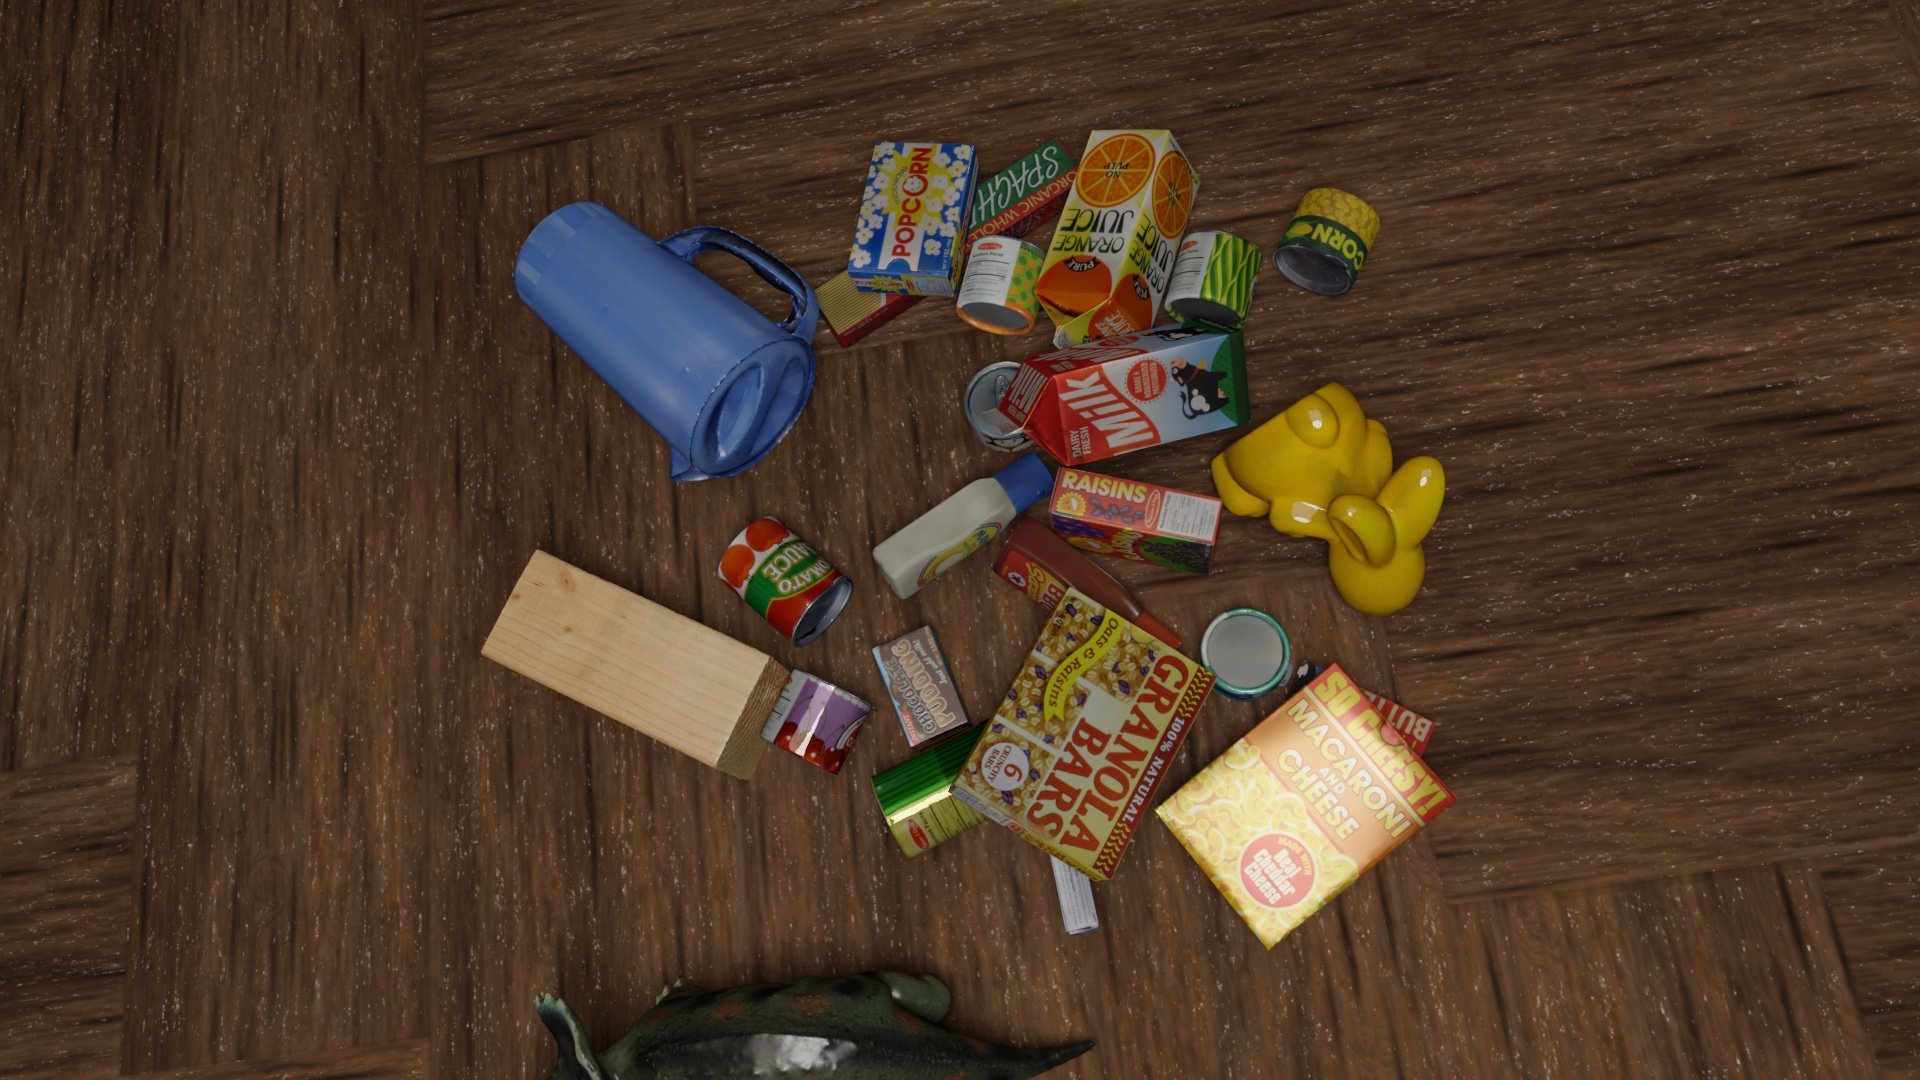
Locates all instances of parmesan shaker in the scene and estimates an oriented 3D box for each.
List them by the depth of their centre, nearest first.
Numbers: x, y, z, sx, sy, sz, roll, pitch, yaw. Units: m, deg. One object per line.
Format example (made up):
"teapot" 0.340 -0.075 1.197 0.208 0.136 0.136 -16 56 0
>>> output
"parmesan shaker" -0.004 0.181 1.013 0.103 0.071 0.071 -27 72 -2

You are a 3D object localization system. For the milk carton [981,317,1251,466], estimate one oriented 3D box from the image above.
"milk carton" 0.114 -0.109 1.044 0.191 0.072 0.073 -14 110 -10

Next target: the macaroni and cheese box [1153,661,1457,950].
"macaroni and cheese box" 0.239 0.184 0.972 0.166 0.040 0.124 -41 77 5

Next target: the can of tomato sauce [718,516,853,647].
"can of tomato sauce" -0.135 0.030 1.072 0.083 0.071 0.071 39 82 17

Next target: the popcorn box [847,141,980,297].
"popcorn box" -0.037 -0.263 1.132 0.085 0.038 0.127 6 70 12

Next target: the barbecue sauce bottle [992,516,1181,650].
"barbecue sauce bottle" 0.096 0.045 1.042 0.148 0.064 0.044 36 64 7

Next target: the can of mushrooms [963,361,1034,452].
"can of mushrooms" 0.040 -0.106 1.108 0.071 0.033 0.071 -2 73 7

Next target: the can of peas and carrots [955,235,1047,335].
"can of peas and carrots" 0.036 -0.204 1.123 0.071 0.071 0.059 12 76 11

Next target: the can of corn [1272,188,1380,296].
"can of corn" 0.290 -0.236 1.094 0.071 0.071 0.058 25 78 14

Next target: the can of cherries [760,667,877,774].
"can of cherries" -0.106 0.136 1.038 0.071 0.071 0.058 24 79 14

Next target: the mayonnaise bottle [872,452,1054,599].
"mayonnaise bottle" 0.004 -0.013 1.072 0.148 0.064 0.041 -34 70 -7

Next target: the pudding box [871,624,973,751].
"pudding box" -0.029 0.112 1.053 0.050 0.030 0.084 -23 72 2

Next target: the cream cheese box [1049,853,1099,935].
"cream cheese box" 0.077 0.228 0.992 0.024 0.053 0.104 -12 72 2

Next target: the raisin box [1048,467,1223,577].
"raisin box" 0.131 -0.012 1.039 0.123 0.086 0.040 12 75 11

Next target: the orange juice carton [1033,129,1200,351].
"orange juice carton" 0.120 -0.225 1.103 0.073 0.071 0.193 10 74 35

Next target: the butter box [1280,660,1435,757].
"butter box" 0.284 0.133 1.007 0.103 0.024 0.053 25 79 15

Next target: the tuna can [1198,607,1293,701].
"tuna can" 0.212 0.085 1.027 0.071 0.032 0.071 -2 73 8

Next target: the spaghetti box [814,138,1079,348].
"spaghetti box" -0.007 -0.249 1.160 0.250 0.028 0.050 -33 71 -3

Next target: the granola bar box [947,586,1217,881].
"granola bar box" 0.086 0.134 0.970 0.124 0.039 0.166 31 72 1

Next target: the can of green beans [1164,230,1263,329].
"can of green beans" 0.200 -0.204 1.099 0.071 0.071 0.058 14 77 12
